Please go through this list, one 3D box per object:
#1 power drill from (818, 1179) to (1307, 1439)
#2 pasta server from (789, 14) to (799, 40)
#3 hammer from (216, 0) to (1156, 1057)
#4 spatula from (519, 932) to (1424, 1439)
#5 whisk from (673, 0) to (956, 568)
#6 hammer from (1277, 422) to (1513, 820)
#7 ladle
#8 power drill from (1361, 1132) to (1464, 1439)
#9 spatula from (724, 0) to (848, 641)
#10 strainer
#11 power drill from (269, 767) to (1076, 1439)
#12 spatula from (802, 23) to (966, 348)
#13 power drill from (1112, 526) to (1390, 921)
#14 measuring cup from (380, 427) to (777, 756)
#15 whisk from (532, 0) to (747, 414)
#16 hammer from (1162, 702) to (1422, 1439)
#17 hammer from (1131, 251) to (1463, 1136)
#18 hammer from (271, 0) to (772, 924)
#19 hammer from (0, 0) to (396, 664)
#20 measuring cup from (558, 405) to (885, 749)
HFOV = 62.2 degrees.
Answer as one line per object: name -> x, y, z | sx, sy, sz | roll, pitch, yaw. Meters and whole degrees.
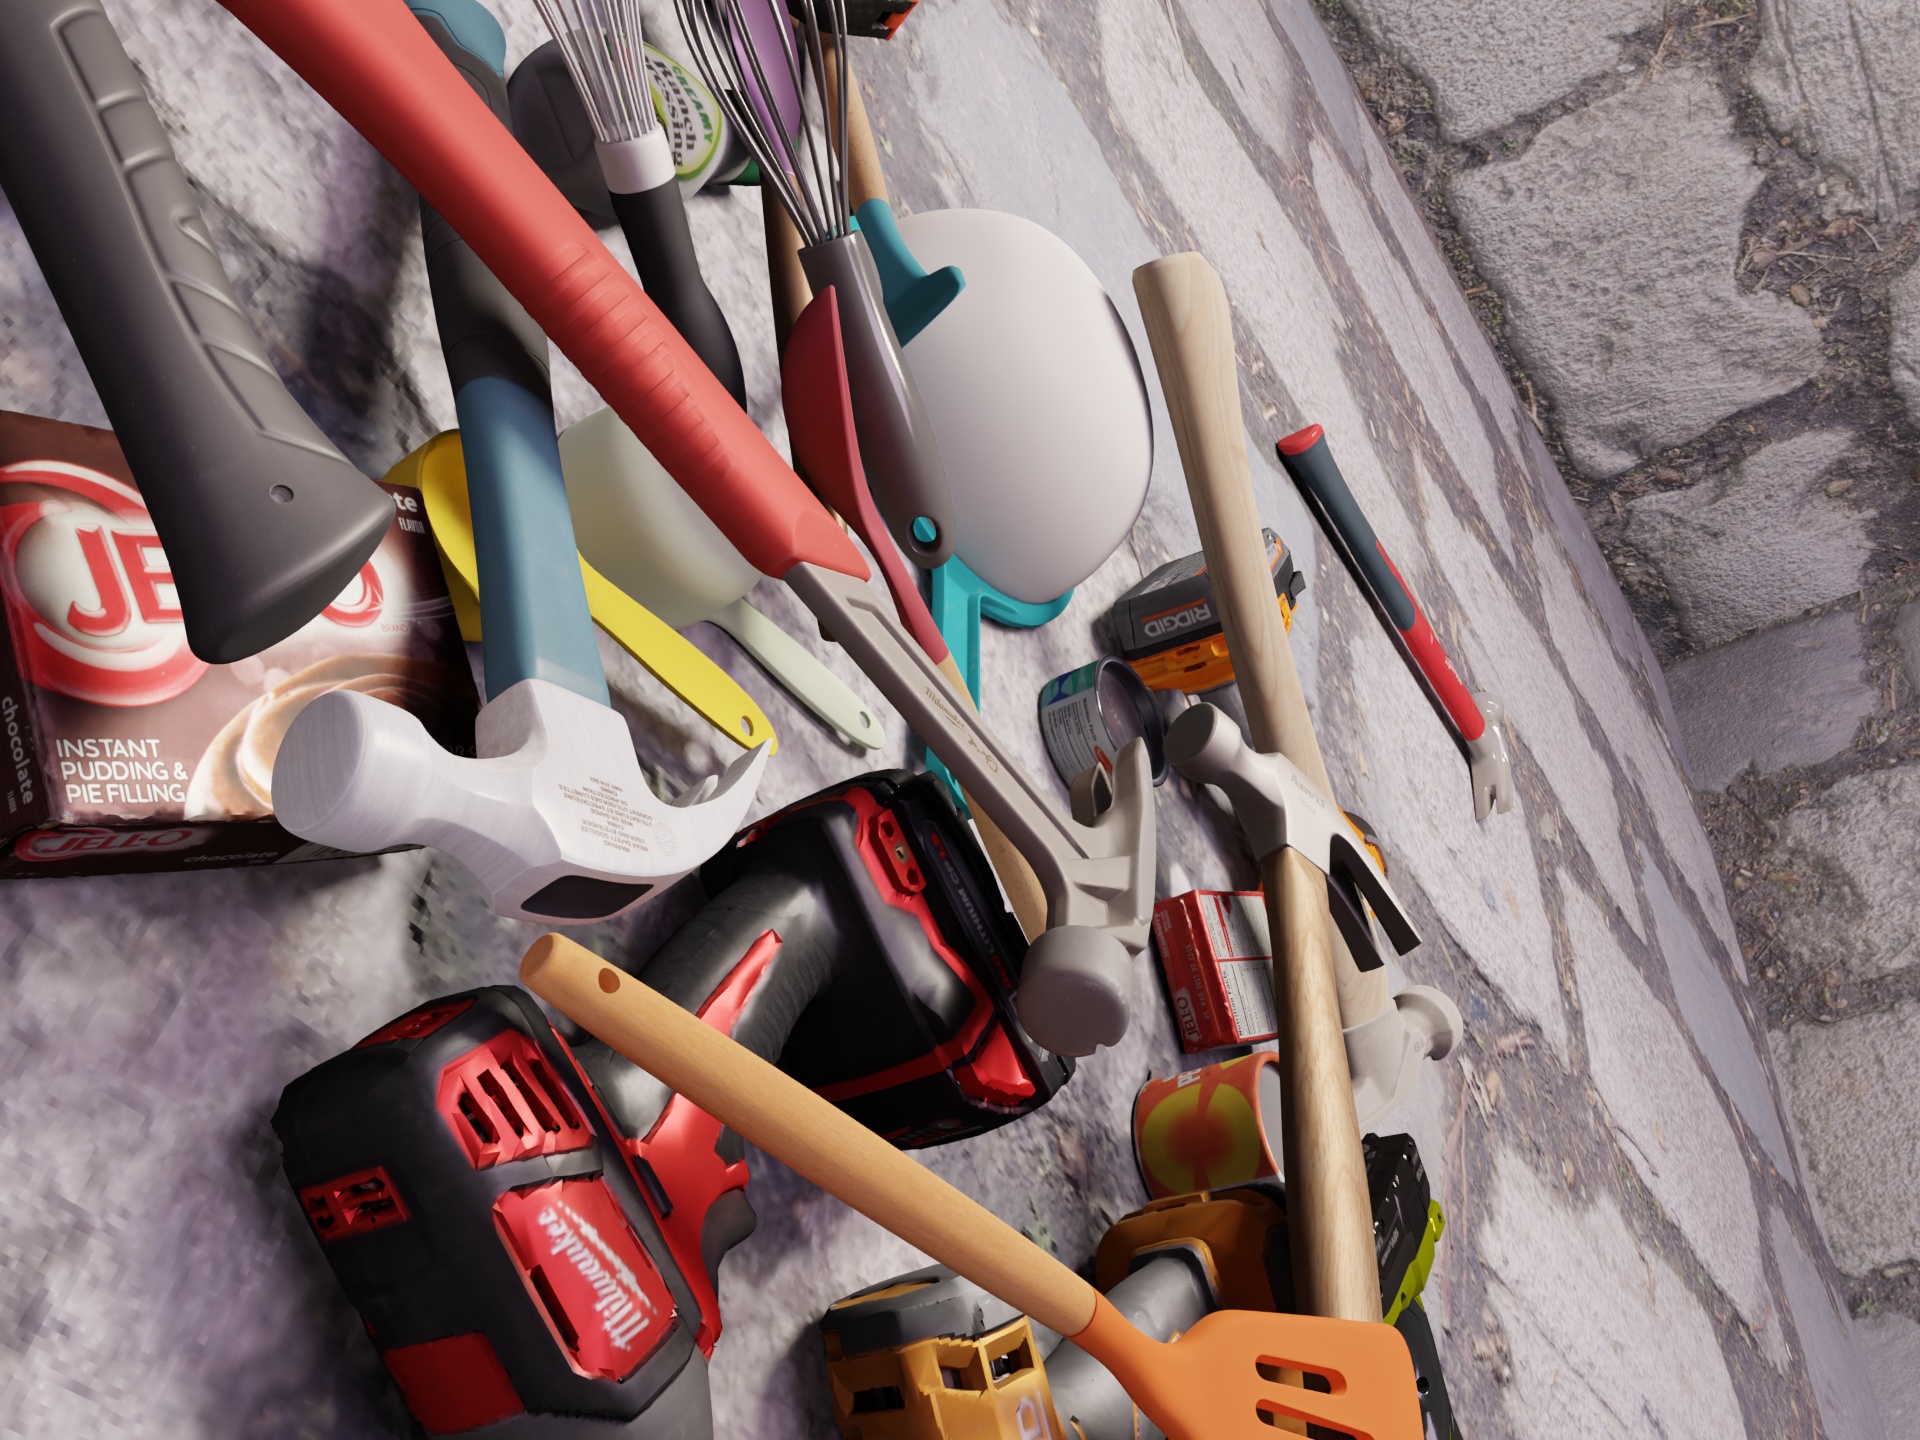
power drill -> 0.057, 0.250, 0.503 | 0.226, 0.084, 0.185 | 5, 66, -54
pasta server -> -0.079, -0.368, 0.765 | 0.060, 0.040, 0.317 | 24, 49, -27
hammer -> -0.060, -0.072, 0.438 | 0.358, 0.036, 0.149 | 49, 24, -18
spatula -> 0.022, 0.138, 0.406 | 0.322, 0.041, 0.081 | 42, 39, -30
whisk -> -0.042, -0.164, 0.545 | 0.055, 0.055, 0.238 | -54, 131, -58
hammer -> 0.370, -0.085, 1.331 | 0.386, 0.038, 0.143 | 50, 34, -29
ladle -> -0.001, -0.002, 0.571 | 0.069, 0.031, 0.315 | -97, 166, -61
power drill -> 0.188, 0.311, 0.688 | 0.171, 0.080, 0.223 | -25, 95, -62
spatula -> -0.063, -0.177, 0.593 | 0.059, 0.018, 0.316 | 30, 48, -62
strainer -> 0.029, -0.108, 0.698 | 0.210, 0.095, 0.341 | 42, 35, -38
power drill -> -0.058, 0.107, 0.415 | 0.143, 0.078, 0.219 | 64, 31, -4
spatula -> -0.048, -0.242, 0.689 | 0.044, 0.082, 0.318 | 29, 35, -42
power drill -> 0.172, 0.015, 0.874 | 0.226, 0.084, 0.164 | 68, 27, -8
measuring cup -> -0.110, -0.025, 0.473 | 0.156, 0.029, 0.062 | 43, 33, -45
whisk -> -0.110, -0.205, 0.489 | 0.070, 0.070, 0.284 | -78, 161, -47
hammer -> 0.132, 0.144, 0.578 | 0.130, 0.031, 0.332 | 35, 38, -27
hammer -> 0.140, -0.011, 0.740 | 0.146, 0.038, 0.410 | -20, 96, -46
hammer -> -0.125, -0.094, 0.427 | 0.128, 0.033, 0.331 | 30, 35, -49
hammer -> -0.202, -0.162, 0.313 | 0.146, 0.035, 0.335 | -20, 79, -42
measuring cup -> -0.067, -0.045, 0.545 | 0.167, 0.038, 0.083 | 44, 35, -34
